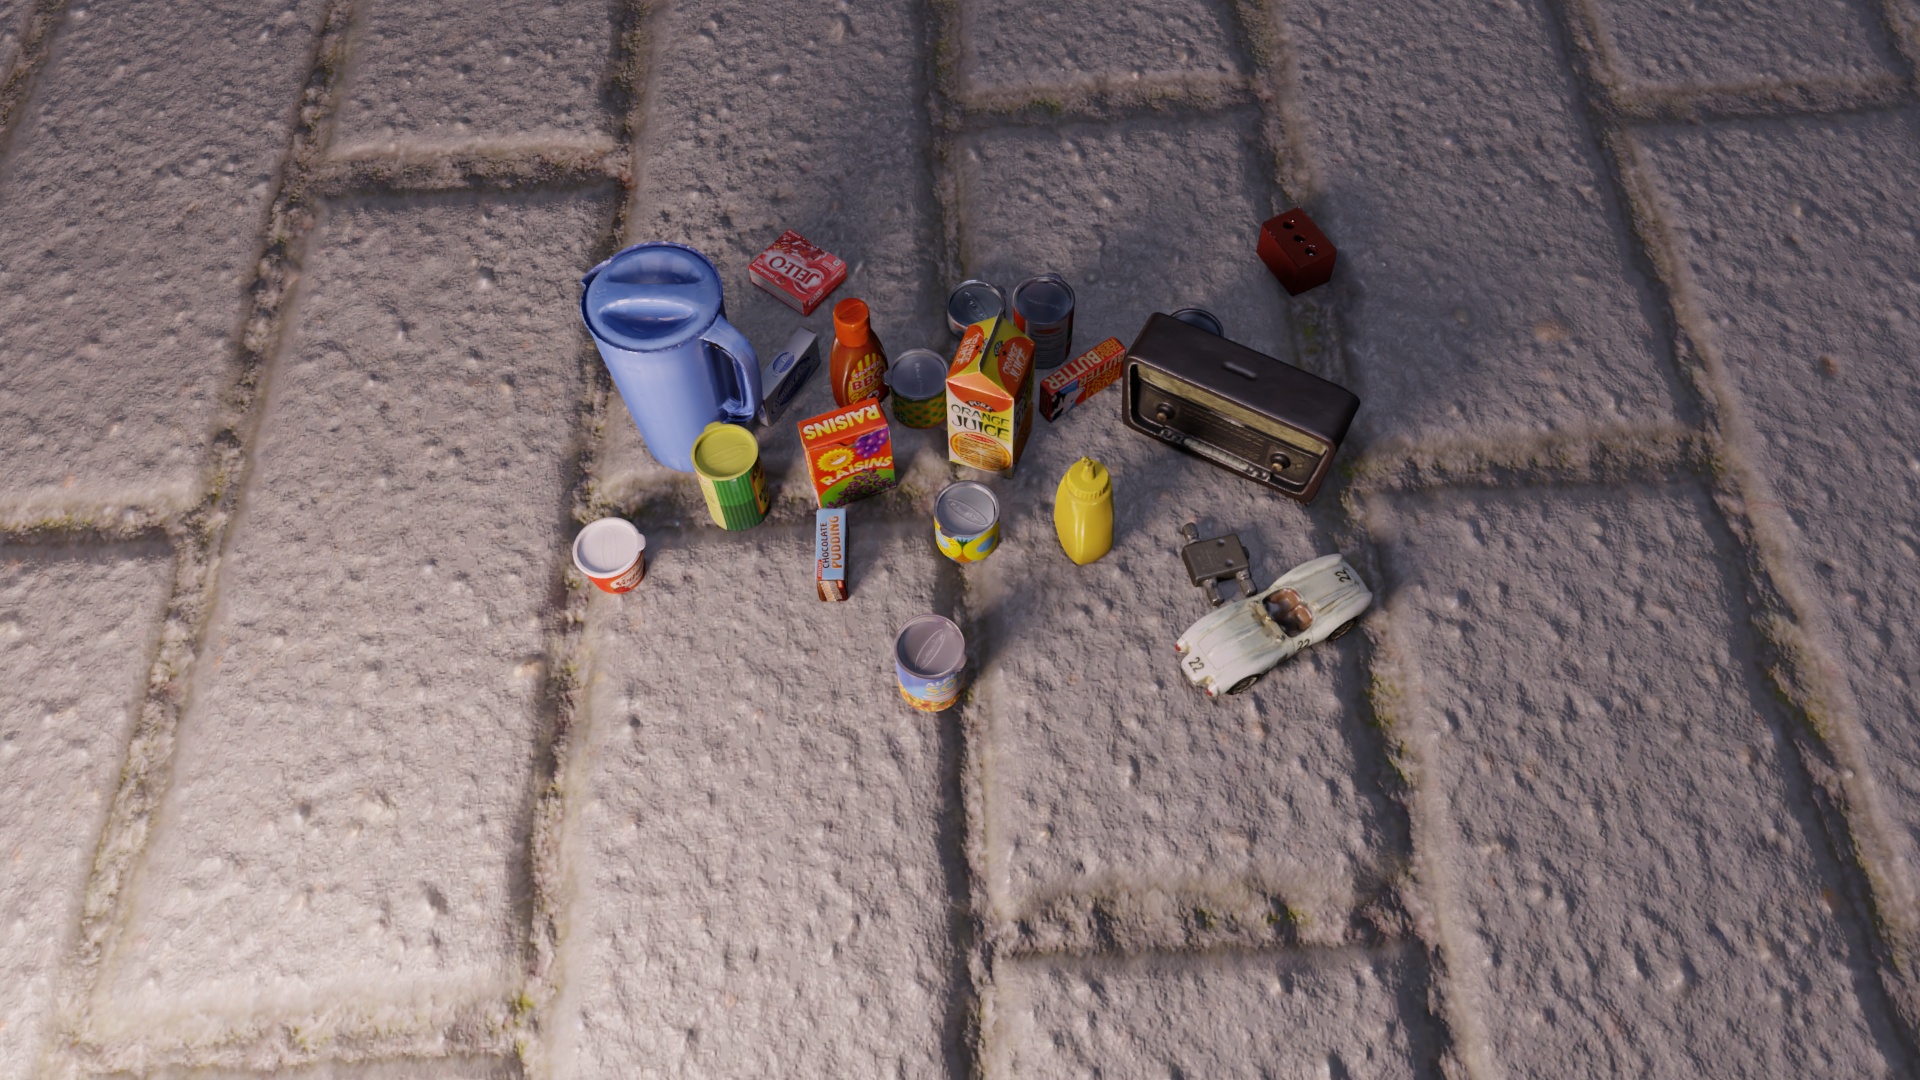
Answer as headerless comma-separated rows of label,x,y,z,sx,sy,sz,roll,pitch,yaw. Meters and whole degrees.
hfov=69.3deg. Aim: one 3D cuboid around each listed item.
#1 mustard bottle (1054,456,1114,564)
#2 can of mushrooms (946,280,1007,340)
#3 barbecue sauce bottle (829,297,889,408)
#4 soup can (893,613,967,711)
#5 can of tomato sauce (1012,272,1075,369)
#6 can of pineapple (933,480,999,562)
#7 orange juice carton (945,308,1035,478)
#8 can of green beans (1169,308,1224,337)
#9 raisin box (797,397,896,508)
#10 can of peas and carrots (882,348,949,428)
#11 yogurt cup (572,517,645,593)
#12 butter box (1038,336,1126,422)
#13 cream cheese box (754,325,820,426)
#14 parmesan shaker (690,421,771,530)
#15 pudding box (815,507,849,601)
mustard bottle,0.123,-0.036,1.354,0.049,0.159,0.065,-22,63,-11
can of mushrooms,0.020,-0.256,1.554,0.071,0.033,0.071,-1,61,1
barbecue sauce bottle,-0.108,-0.195,1.456,0.065,0.148,0.044,-34,65,-16
soup can,-0.026,0.118,1.314,0.071,0.083,0.071,-1,61,1
can of tomato sauce,0.090,-0.239,1.514,0.071,0.082,0.071,-1,61,1
can of pineapple,0.005,-0.018,1.405,0.071,0.057,0.071,-1,61,1
orange juice carton,0.030,-0.149,1.402,0.073,0.191,0.072,17,63,10
can of green beans,0.249,-0.208,1.508,0.071,0.057,0.071,-1,61,1
raisin box,-0.114,-0.085,1.408,0.086,0.122,0.040,-18,62,-9
can of peas and carrots,-0.046,-0.161,1.487,0.071,0.058,0.071,-1,61,1
yogurt cup,-0.349,0.018,1.395,0.072,0.053,0.073,-1,61,1
butter box,0.131,-0.173,1.493,0.104,0.053,0.024,-33,65,-16
cream cheese box,-0.189,-0.177,1.502,0.024,0.053,0.104,27,65,15
parmesan shaker,-0.232,-0.065,1.411,0.071,0.102,0.071,-1,61,1
pudding box,-0.129,0.014,1.395,0.030,0.049,0.084,-2,61,1
